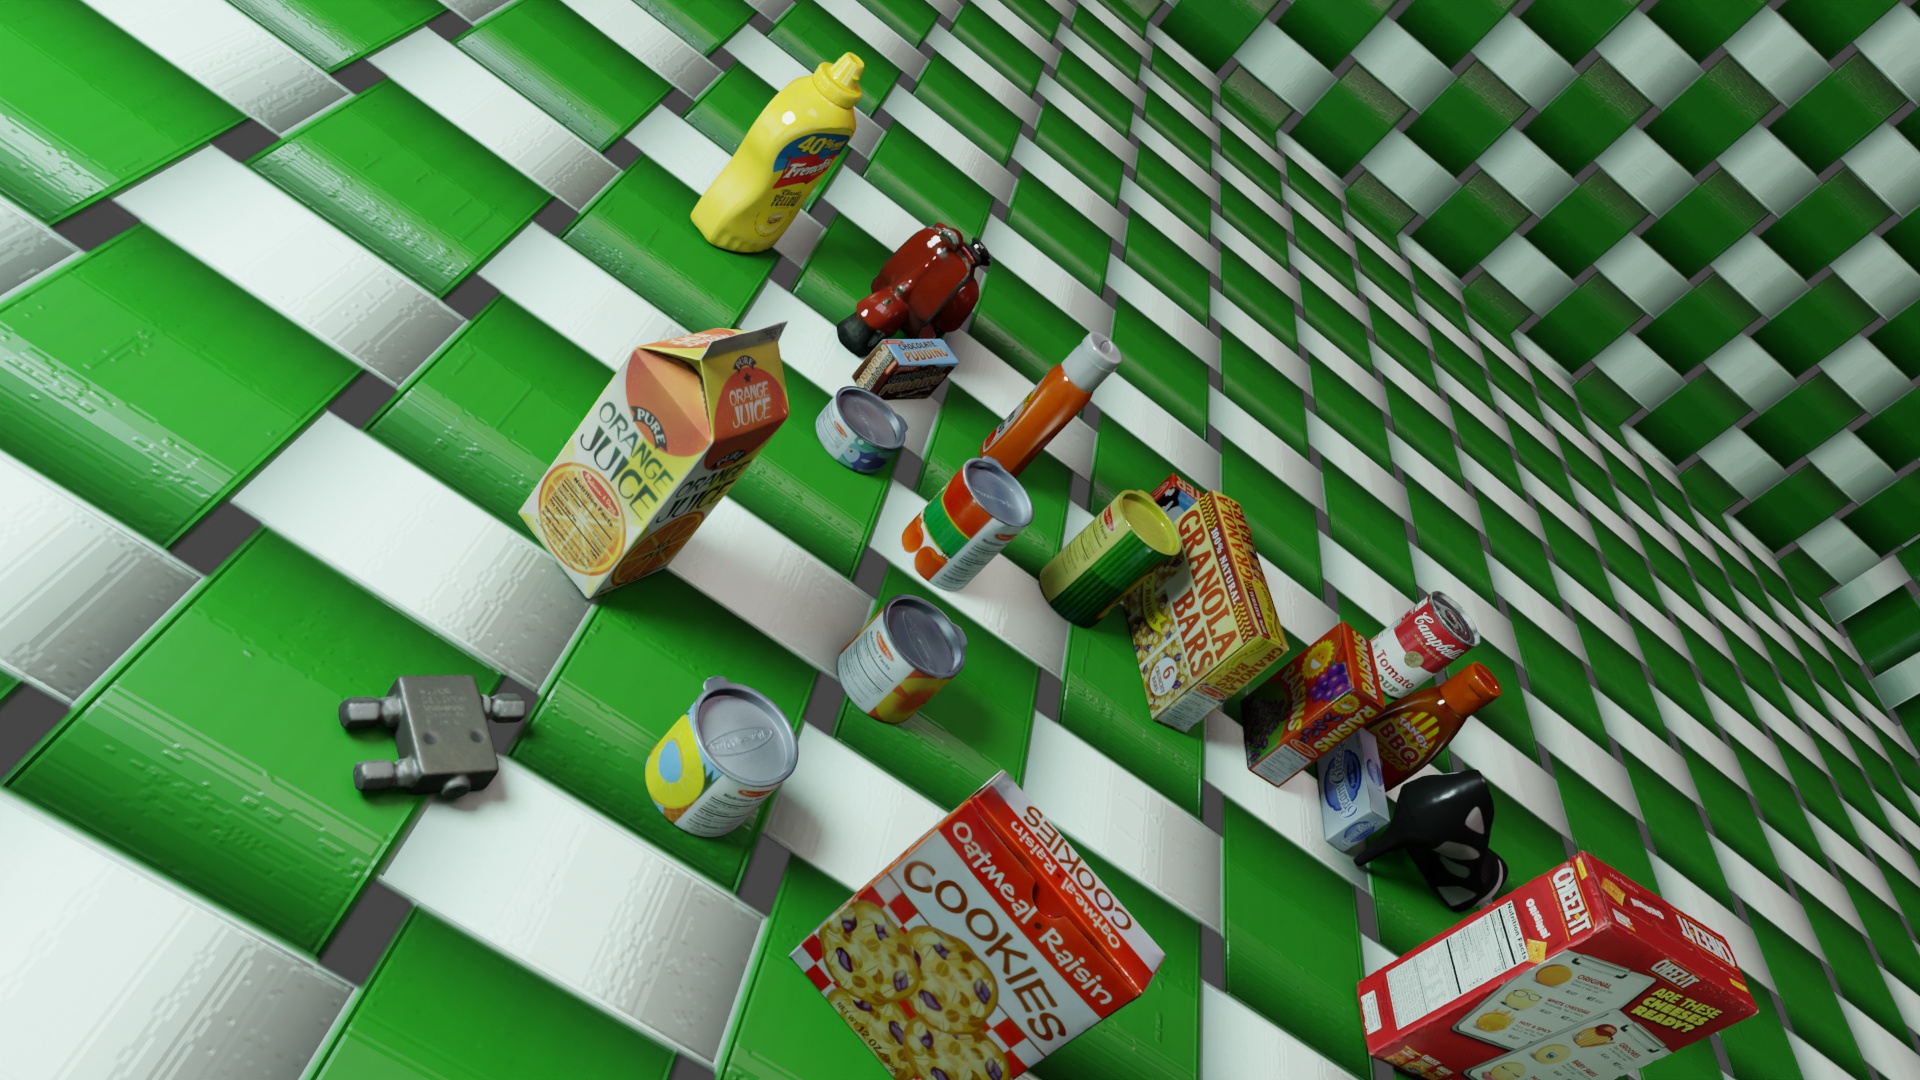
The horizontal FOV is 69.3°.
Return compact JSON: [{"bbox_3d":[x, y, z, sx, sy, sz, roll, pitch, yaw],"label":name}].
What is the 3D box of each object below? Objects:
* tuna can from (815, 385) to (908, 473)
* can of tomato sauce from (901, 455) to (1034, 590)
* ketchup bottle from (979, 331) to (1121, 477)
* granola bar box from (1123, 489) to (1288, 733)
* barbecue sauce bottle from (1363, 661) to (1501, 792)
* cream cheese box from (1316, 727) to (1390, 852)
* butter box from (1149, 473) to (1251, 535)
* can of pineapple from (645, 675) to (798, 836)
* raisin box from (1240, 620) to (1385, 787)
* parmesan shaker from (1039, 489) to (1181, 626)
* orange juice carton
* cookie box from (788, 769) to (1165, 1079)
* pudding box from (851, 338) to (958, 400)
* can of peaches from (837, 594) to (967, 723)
[{"bbox_3d":[-0.077,-0.087,1.097,0.071,0.032,0.071,29,35,-23],"label":"tuna can"},{"bbox_3d":[0.004,-0.013,1.055,0.071,0.082,0.071,29,35,-23],"label":"can of tomato sauce"},{"bbox_3d":[0.078,-0.116,1.196,0.043,0.148,0.065,41,32,-5],"label":"ketchup bottle"},{"bbox_3d":[0.196,0.057,1.151,0.039,0.123,0.166,25,37,-28],"label":"granola bar box"},{"bbox_3d":[0.416,0.165,1.250,0.065,0.148,0.044,51,32,10],"label":"barbecue sauce bottle"},{"bbox_3d":[0.336,0.213,1.195,0.024,0.053,0.104,34,33,-16],"label":"cream cheese box"},{"bbox_3d":[0.225,-0.016,1.335,0.103,0.053,0.024,33,33,-17],"label":"butter box"},{"bbox_3d":[-0.133,0.120,0.771,0.071,0.057,0.071,29,35,-23],"label":"can of pineapple"},{"bbox_3d":[0.293,0.137,1.167,0.040,0.123,0.086,34,33,-16],"label":"raisin box"},{"bbox_3d":[0.121,0.014,1.137,0.071,0.102,0.072,29,35,-23],"label":"parmesan shaker"},{"bbox_3d":[-0.170,-0.057,0.807,0.073,0.191,0.072,49,32,8],"label":"orange juice carton"},{"bbox_3d":[0.004,0.213,0.714,0.123,0.166,0.040,48,32,6],"label":"cookie box"},{"bbox_3d":[-0.046,-0.146,1.184,0.084,0.049,0.030,-10,61,-53],"label":"pudding box"},{"bbox_3d":[-0.038,0.079,0.925,0.071,0.057,0.071,29,35,-23],"label":"can of peaches"}]
